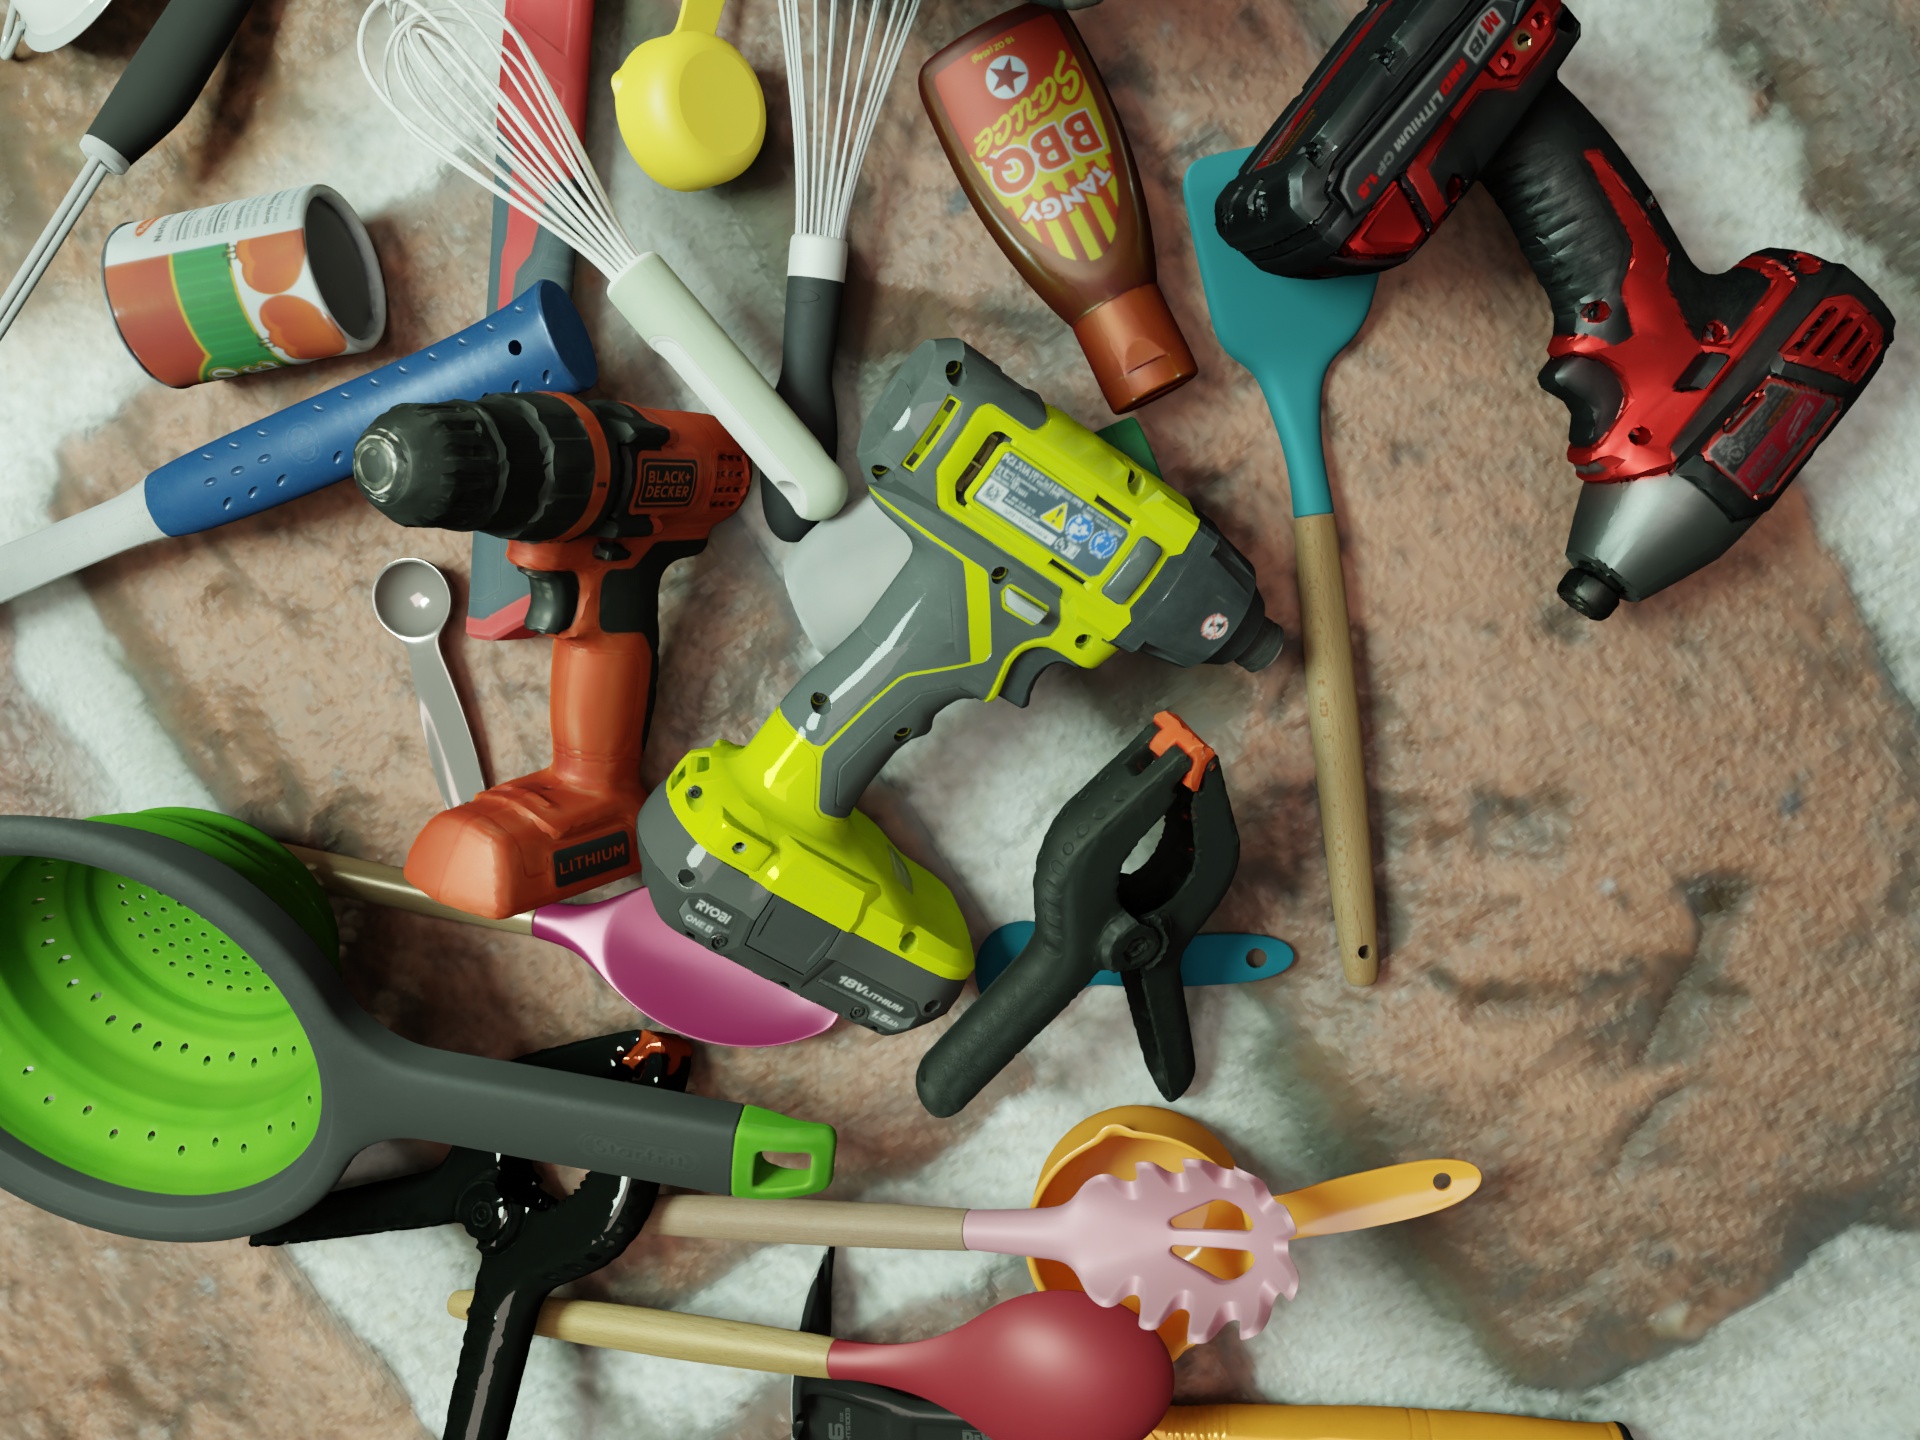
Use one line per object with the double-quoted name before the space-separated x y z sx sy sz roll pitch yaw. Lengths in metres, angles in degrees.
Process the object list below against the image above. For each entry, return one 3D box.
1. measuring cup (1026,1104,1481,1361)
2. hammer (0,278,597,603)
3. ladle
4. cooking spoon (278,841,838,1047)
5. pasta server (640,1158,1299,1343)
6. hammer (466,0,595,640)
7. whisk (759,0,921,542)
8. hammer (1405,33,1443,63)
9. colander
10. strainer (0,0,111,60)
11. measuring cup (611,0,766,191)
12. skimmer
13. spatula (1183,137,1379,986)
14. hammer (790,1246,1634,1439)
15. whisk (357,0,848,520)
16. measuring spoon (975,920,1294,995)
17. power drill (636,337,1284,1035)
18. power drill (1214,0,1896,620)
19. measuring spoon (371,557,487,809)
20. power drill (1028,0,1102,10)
"measuring cup" 0.112 0.187 0.623 0.173 0.052 0.095 -13 93 6
"hammer" -0.328 -0.077 0.642 0.405 0.035 0.144 -18 93 15
"ladle" -0.073 0.248 0.632 0.315 0.031 0.069 -1 96 21
"cooking spoon" -0.201 0.078 0.669 0.319 0.017 0.069 11 80 6
"pasta server" -0.024 0.194 0.608 0.316 0.040 0.060 -5 77 24
"hammer" -0.181 -0.225 0.631 0.143 0.038 0.386 7 96 8
"whisk" -0.052 -0.210 0.609 0.070 0.070 0.284 9 101 6
"hammer" 0.039 -0.386 0.590 0.409 0.036 0.149 28 97 4
"colander" -0.238 0.115 0.629 0.397 0.095 0.204 9 120 3
"strainer" -0.299 -0.337 0.616 0.258 0.050 0.087 -23 65 16
"measuring cup" -0.089 -0.280 0.607 0.029 0.062 0.156 10 87 44
"skimmer" -0.386 -0.182 0.602 0.090 0.127 0.363 31 80 -20
"spatula" 0.138 -0.052 0.602 0.082 0.044 0.317 -8 95 -5
"hammer" 0.097 0.284 0.641 0.337 0.034 0.127 0 96 7
"whisk" -0.127 -0.170 0.588 0.059 0.058 0.246 -43 97 -23
"measuring spoon" 0.068 0.099 0.634 0.128 0.021 0.042 -5 94 8
"power drill" -0.001 -0.002 0.583 0.171 0.080 0.223 31 105 -20
"power drill" 0.203 -0.143 0.549 0.219 0.079 0.143 37 94 -14
"measuring spoon" -0.216 -0.008 0.669 0.034 0.018 0.124 -10 100 8
"power drill" -0.004 -0.348 0.521 0.185 0.084 0.226 21 83 6
